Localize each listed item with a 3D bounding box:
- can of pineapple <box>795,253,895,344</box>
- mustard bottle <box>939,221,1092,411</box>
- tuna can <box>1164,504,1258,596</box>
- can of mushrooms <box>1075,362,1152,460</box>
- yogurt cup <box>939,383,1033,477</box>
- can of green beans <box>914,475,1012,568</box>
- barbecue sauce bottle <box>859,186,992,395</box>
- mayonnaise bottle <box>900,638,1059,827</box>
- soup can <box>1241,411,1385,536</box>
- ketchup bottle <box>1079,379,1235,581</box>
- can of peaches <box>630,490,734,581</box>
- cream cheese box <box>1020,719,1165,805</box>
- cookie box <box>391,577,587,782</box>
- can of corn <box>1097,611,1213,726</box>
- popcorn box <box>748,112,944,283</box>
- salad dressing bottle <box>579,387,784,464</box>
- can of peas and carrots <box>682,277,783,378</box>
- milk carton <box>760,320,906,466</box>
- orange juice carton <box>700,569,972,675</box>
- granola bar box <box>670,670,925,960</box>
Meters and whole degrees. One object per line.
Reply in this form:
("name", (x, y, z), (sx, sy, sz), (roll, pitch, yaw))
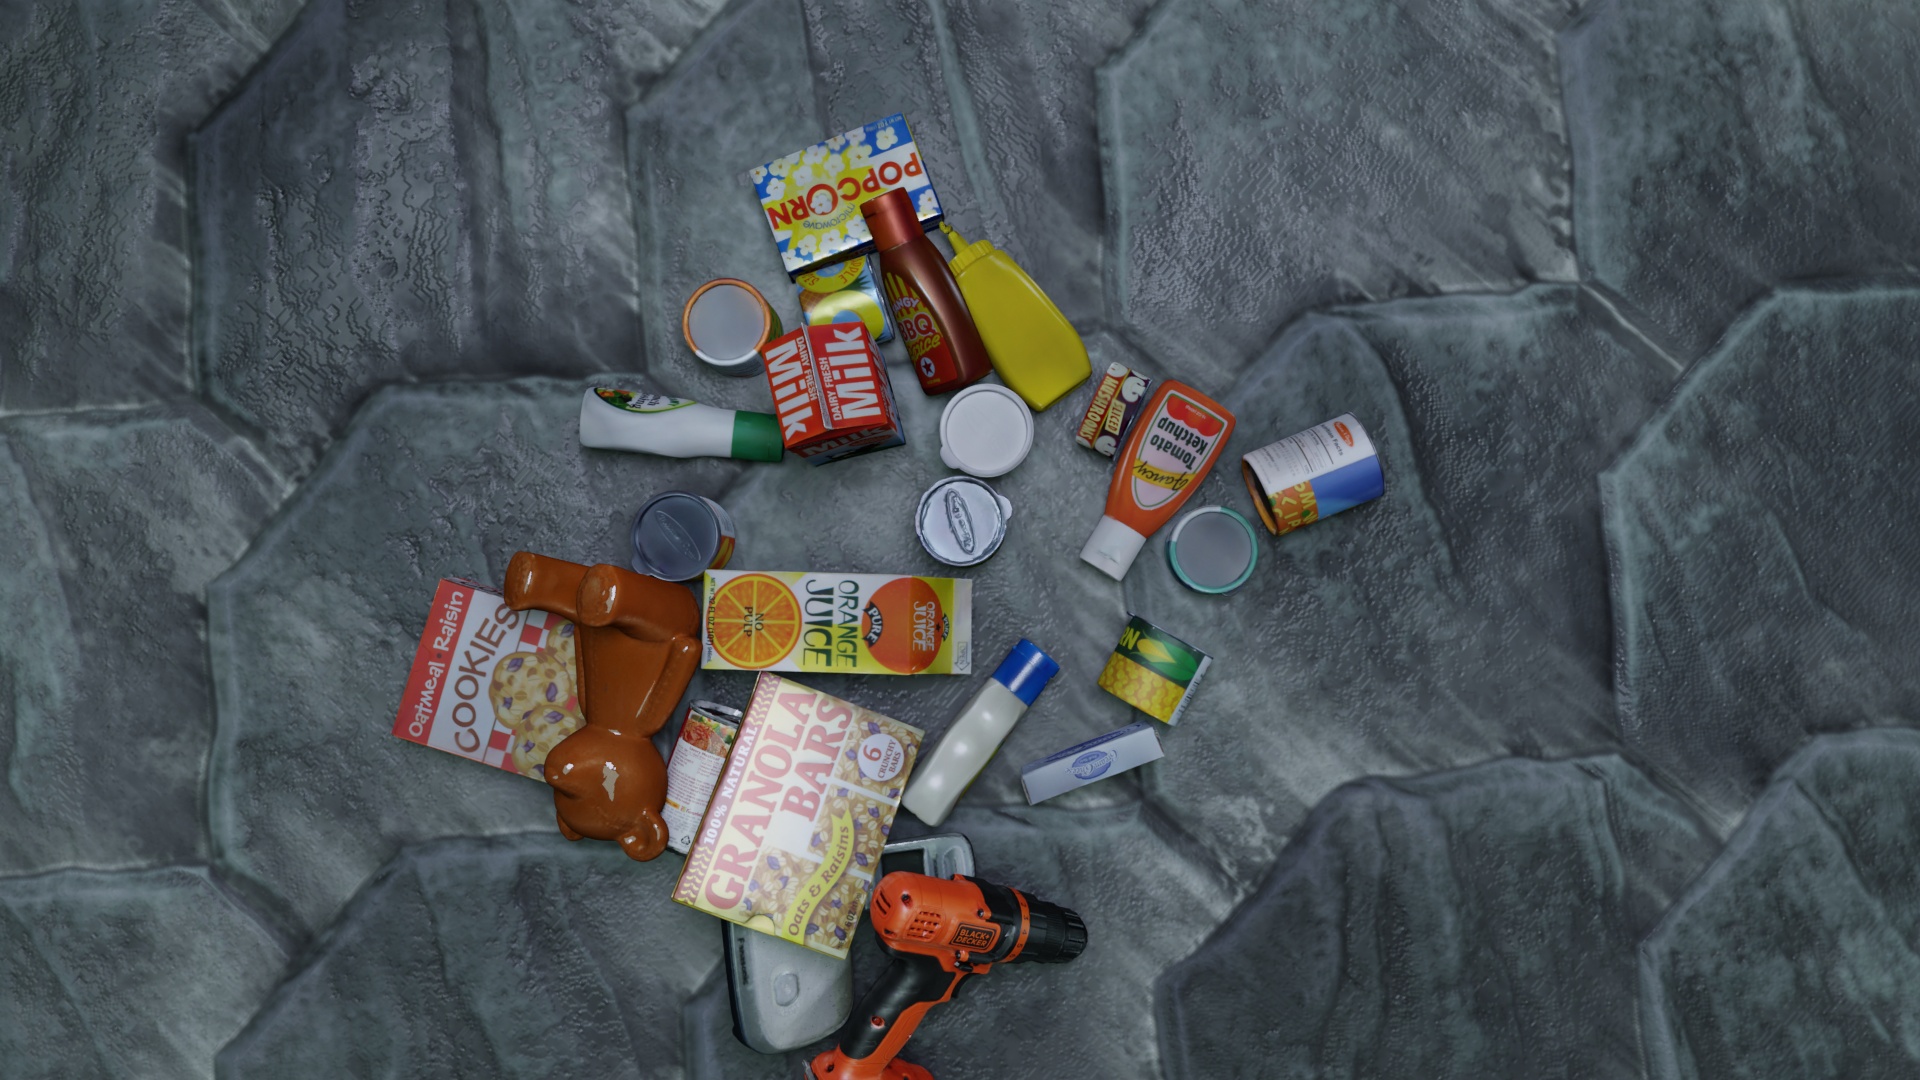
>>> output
("can of pineapple", (-0.086, -0.174, 1.030), (0.058, 0.071, 0.071), (-17, 87, 2))
("mustard bottle", (0.034, -0.174, 1.036), (0.065, 0.049, 0.160), (-34, 86, 0))
("tuna can", (0.187, 0.009, 1.028), (0.071, 0.033, 0.071), (0, 87, 2))
("can of mushrooms", (0.112, -0.095, 1.017), (0.033, 0.071, 0.071), (27, 88, 5))
("yogurt cup", (0.020, -0.079, 1.028), (0.072, 0.054, 0.072), (0, 87, 2))
("can of green beans", (0.001, -0.013, 1.023), (0.071, 0.058, 0.071), (0, 87, 2))
("barbecue sauce bottle", (-0.028, -0.182, 1.015), (0.044, 0.065, 0.148), (-30, 103, -32))
("mayonnaise bottle", (0.014, 0.140, 1.014), (0.041, 0.064, 0.148), (39, 85, 4))
("soup can", (0.257, -0.046, 1.014), (0.084, 0.071, 0.071), (-22, 87, 2))
("ketchup bottle", (0.141, -0.042, 1.027), (0.065, 0.043, 0.149), (31, 89, 0))
("can of peaches", (-0.206, -0.001, 1.030), (0.071, 0.058, 0.071), (0, 88, 2))
("cream cheese box", (0.095, 0.161, 1.013), (0.104, 0.053, 0.024), (-21, 89, 1))
("cookie box", (-0.322, 0.109, 1.036), (0.167, 0.040, 0.123), (17, 88, 3))
("can of corn", (0.139, 0.093, 1.009), (0.071, 0.071, 0.058), (29, 89, 3))
("popcorn box", (-0.085, -0.258, 1.049), (0.127, 0.038, 0.085), (-21, 88, 1))
("salad dressing bottle", (-0.205, -0.084, 1.035), (0.148, 0.064, 0.043), (6, 106, -6))
("can of peas and carrots", (-0.170, -0.160, 1.037), (0.071, 0.058, 0.071), (0, 87, 2))
("milk carton", (-0.088, -0.101, 0.964), (0.073, 0.190, 0.072), (-14, 87, 2))
("orange juice carton", (-0.088, 0.060, 1.015), (0.193, 0.073, 0.072), (2, 86, 2))
("granola bar box", (-0.110, 0.188, 0.957), (0.124, 0.039, 0.166), (21, 73, -6))
